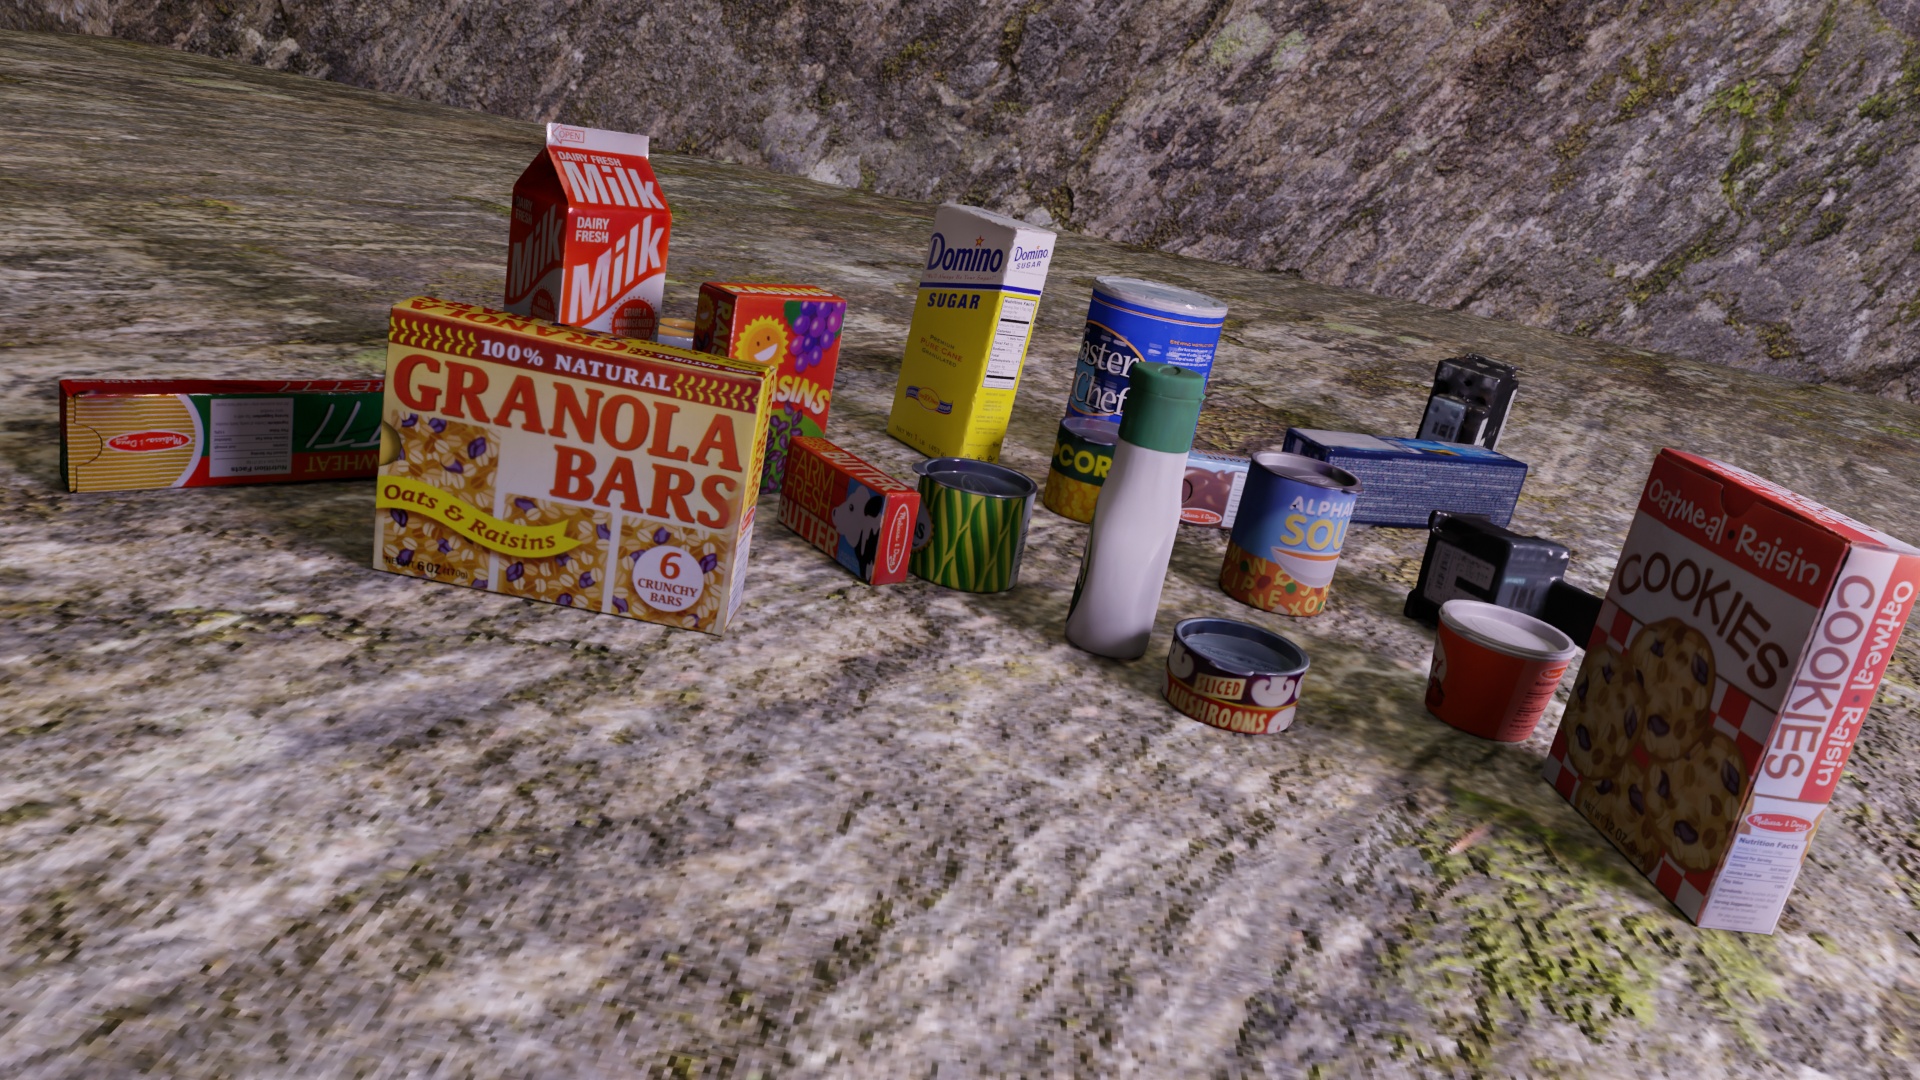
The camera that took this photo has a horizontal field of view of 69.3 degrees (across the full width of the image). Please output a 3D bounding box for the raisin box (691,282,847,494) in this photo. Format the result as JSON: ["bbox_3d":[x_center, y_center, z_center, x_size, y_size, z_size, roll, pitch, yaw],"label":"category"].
[{"bbox_3d":[-0.121,-0.092,0.841,0.086,0.123,0.040,-7,25,-45],"label":"raisin box"}]

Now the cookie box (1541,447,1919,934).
[{"bbox_3d":[0.318,0.059,0.589,0.040,0.166,0.123,8,18,-10],"label":"cookie box"}]

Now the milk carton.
[{"bbox_3d":[-0.235,-0.160,0.868,0.072,0.189,0.073,-7,25,-44],"label":"milk carton"}]

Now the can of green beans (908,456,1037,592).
[{"bbox_3d":[0.005,-0.009,0.776,0.071,0.057,0.071,10,18,-3],"label":"can of green beans"}]

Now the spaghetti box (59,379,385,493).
[{"bbox_3d":[-0.328,-0.058,0.732,0.251,0.050,0.029,-6,25,-43],"label":"spaghetti box"}]

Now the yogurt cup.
[{"bbox_3d":[0.274,0.068,0.716,0.072,0.053,0.072,10,18,-3],"label":"yogurt cup"}]

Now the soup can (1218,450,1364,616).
[{"bbox_3d":[0.199,-0.003,0.835,0.071,0.083,0.071,10,18,-3],"label":"soup can"}]

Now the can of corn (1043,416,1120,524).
[{"bbox_3d":[0.093,-0.046,0.938,0.071,0.058,0.071,10,18,-3],"label":"can of corn"}]

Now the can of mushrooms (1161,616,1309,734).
[{"bbox_3d":[0.131,0.065,0.670,0.071,0.033,0.071,10,18,-3],"label":"can of mushrooms"}]

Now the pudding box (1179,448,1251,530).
[{"bbox_3d":[0.185,-0.035,0.976,0.084,0.049,0.030,7,18,-15],"label":"pudding box"}]

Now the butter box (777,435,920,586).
[{"bbox_3d":[-0.064,-0.018,0.769,0.024,0.053,0.104,-3,23,-38],"label":"butter box"}]

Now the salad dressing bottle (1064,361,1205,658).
[{"bbox_3d":[0.089,-0.015,0.702,0.044,0.147,0.064,16,18,13],"label":"salad dressing bottle"}]

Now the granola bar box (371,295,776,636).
[{"bbox_3d":[-0.176,-0.033,0.632,0.166,0.123,0.039,11,18,-2],"label":"granola bar box"}]
